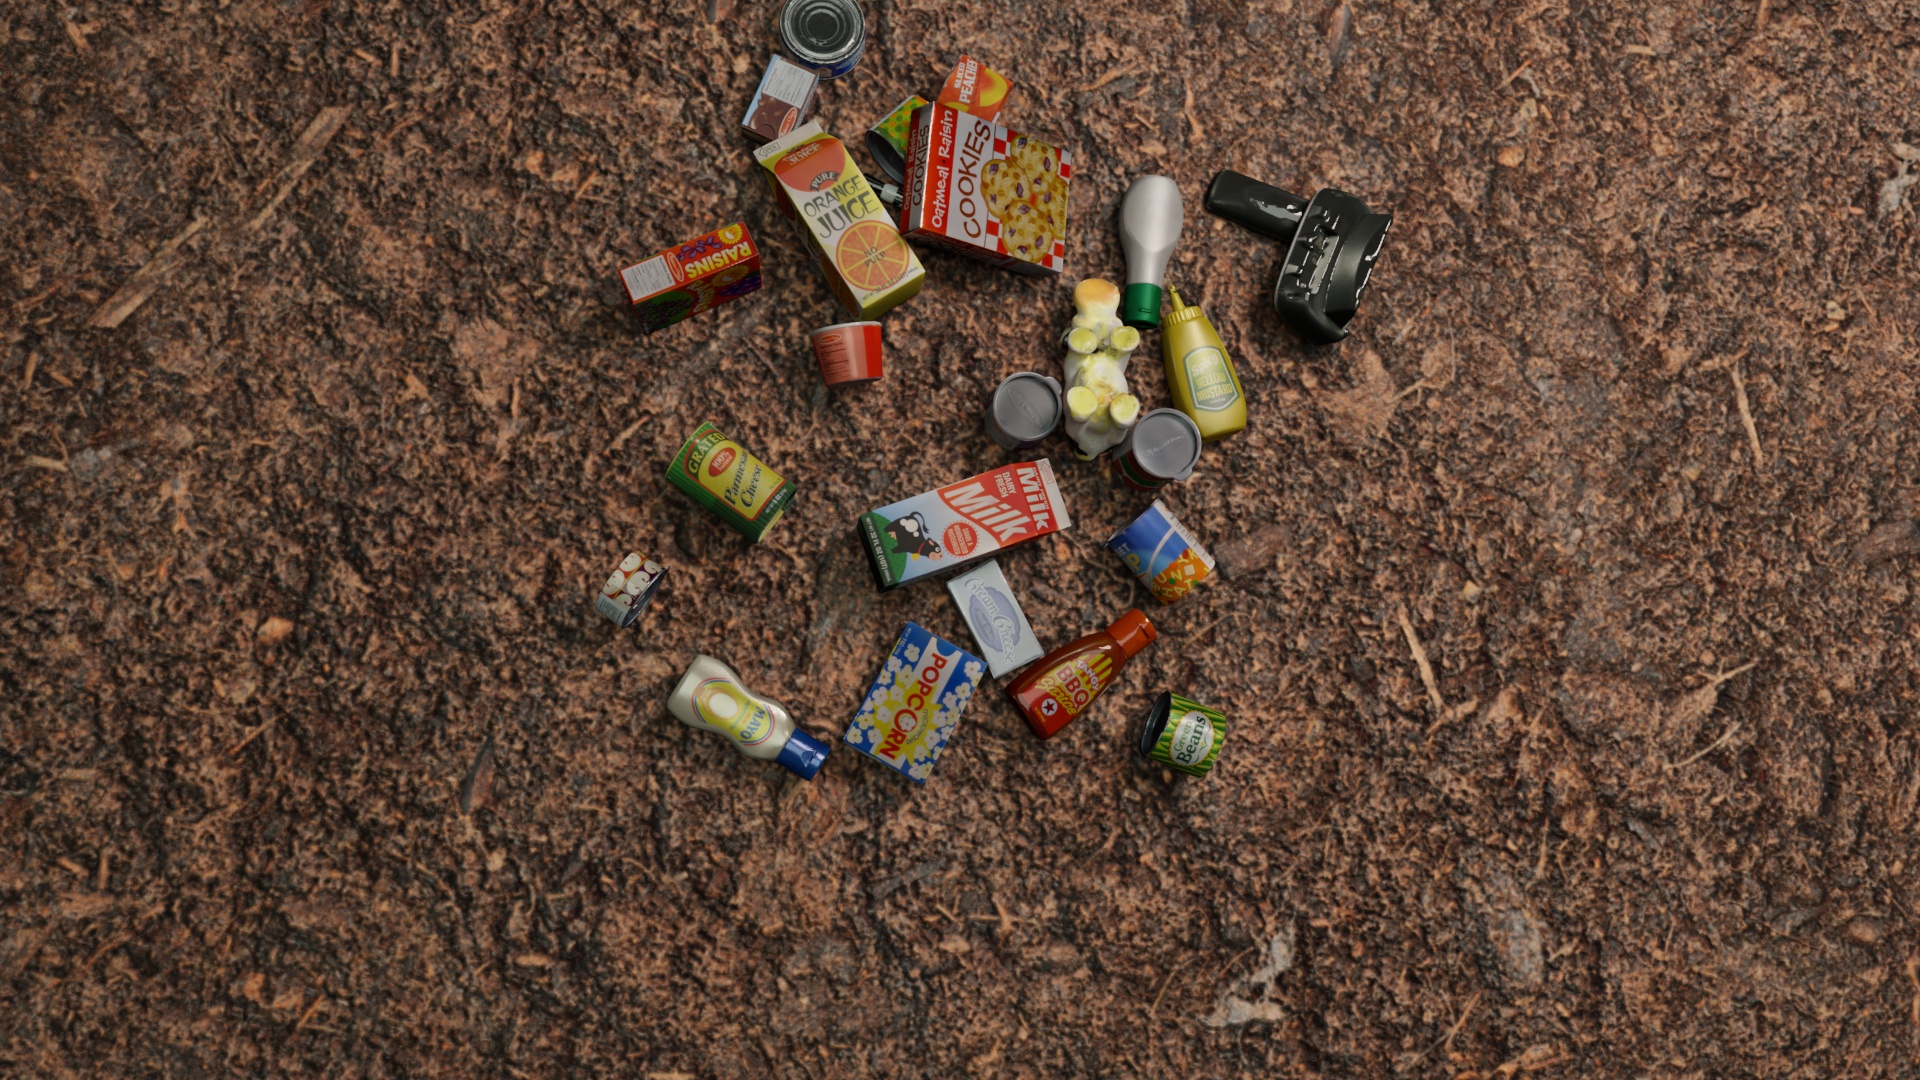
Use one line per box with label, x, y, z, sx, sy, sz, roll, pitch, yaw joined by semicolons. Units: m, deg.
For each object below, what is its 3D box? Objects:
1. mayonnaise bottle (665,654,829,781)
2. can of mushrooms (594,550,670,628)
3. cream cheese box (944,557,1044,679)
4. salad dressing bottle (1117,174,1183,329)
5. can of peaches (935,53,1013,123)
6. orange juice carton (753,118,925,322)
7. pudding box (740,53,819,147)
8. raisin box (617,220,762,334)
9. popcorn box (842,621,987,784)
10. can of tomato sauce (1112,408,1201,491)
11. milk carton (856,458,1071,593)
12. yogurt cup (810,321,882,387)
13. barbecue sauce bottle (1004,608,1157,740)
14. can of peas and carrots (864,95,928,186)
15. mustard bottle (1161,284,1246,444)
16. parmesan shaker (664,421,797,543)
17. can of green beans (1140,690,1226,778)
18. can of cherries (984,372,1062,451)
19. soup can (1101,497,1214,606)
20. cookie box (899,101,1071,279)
mayonnaise bottle;-0.190;0.165;1.261;0.148;0.041;0.065;32;78;-2
can of mushrooms;-0.296;0.042;1.252;0.033;0.071;0.071;35;80;-1
cream cheese box;0.031;0.074;1.310;0.053;0.024;0.104;-27;86;-10
salad dressing bottle;0.184;-0.283;1.371;0.064;0.044;0.148;8;82;-6
can of peaches;0.012;-0.431;1.355;0.058;0.071;0.071;29;80;-4
orange juice carton;-0.116;-0.306;1.319;0.072;0.073;0.192;-32;87;-10
pudding box;-0.176;-0.424;1.350;0.050;0.030;0.084;22;80;-5
raisin box;-0.248;-0.243;1.287;0.123;0.086;0.040;-24;82;-10
popcorn box;-0.043;0.150;1.284;0.085;0.038;0.127;29;80;-2
can of tomato sauce;0.187;-0.083;1.323;0.071;0.083;0.071;1;83;-7
milk carton;0.005;-0.016;1.295;0.191;0.073;0.072;-18;85;-10
yogurt cup;-0.104;-0.174;1.309;0.072;0.072;0.054;-9;92;-8
barbecue sauce bottle;0.117;0.121;1.304;0.149;0.043;0.064;-36;104;-11
can of peas and carrots;-0.047;-0.384;1.343;0.059;0.071;0.071;-43;89;-11
mustard bottle;0.229;-0.176;1.358;0.065;0.048;0.160;-17;85;-11
parmesan shaker;-0.208;-0.055;1.277;0.103;0.071;0.071;36;80;-2
can of green beans;0.208;0.181;1.297;0.058;0.071;0.071;23;80;-4
can of cherries;0.062;-0.123;1.325;0.071;0.058;0.071;1;82;-7
soup can;0.188;0.013;1.319;0.071;0.071;0.084;-41;89;-10
cookie box;0.025;-0.330;1.322;0.167;0.040;0.123;10;82;-34
